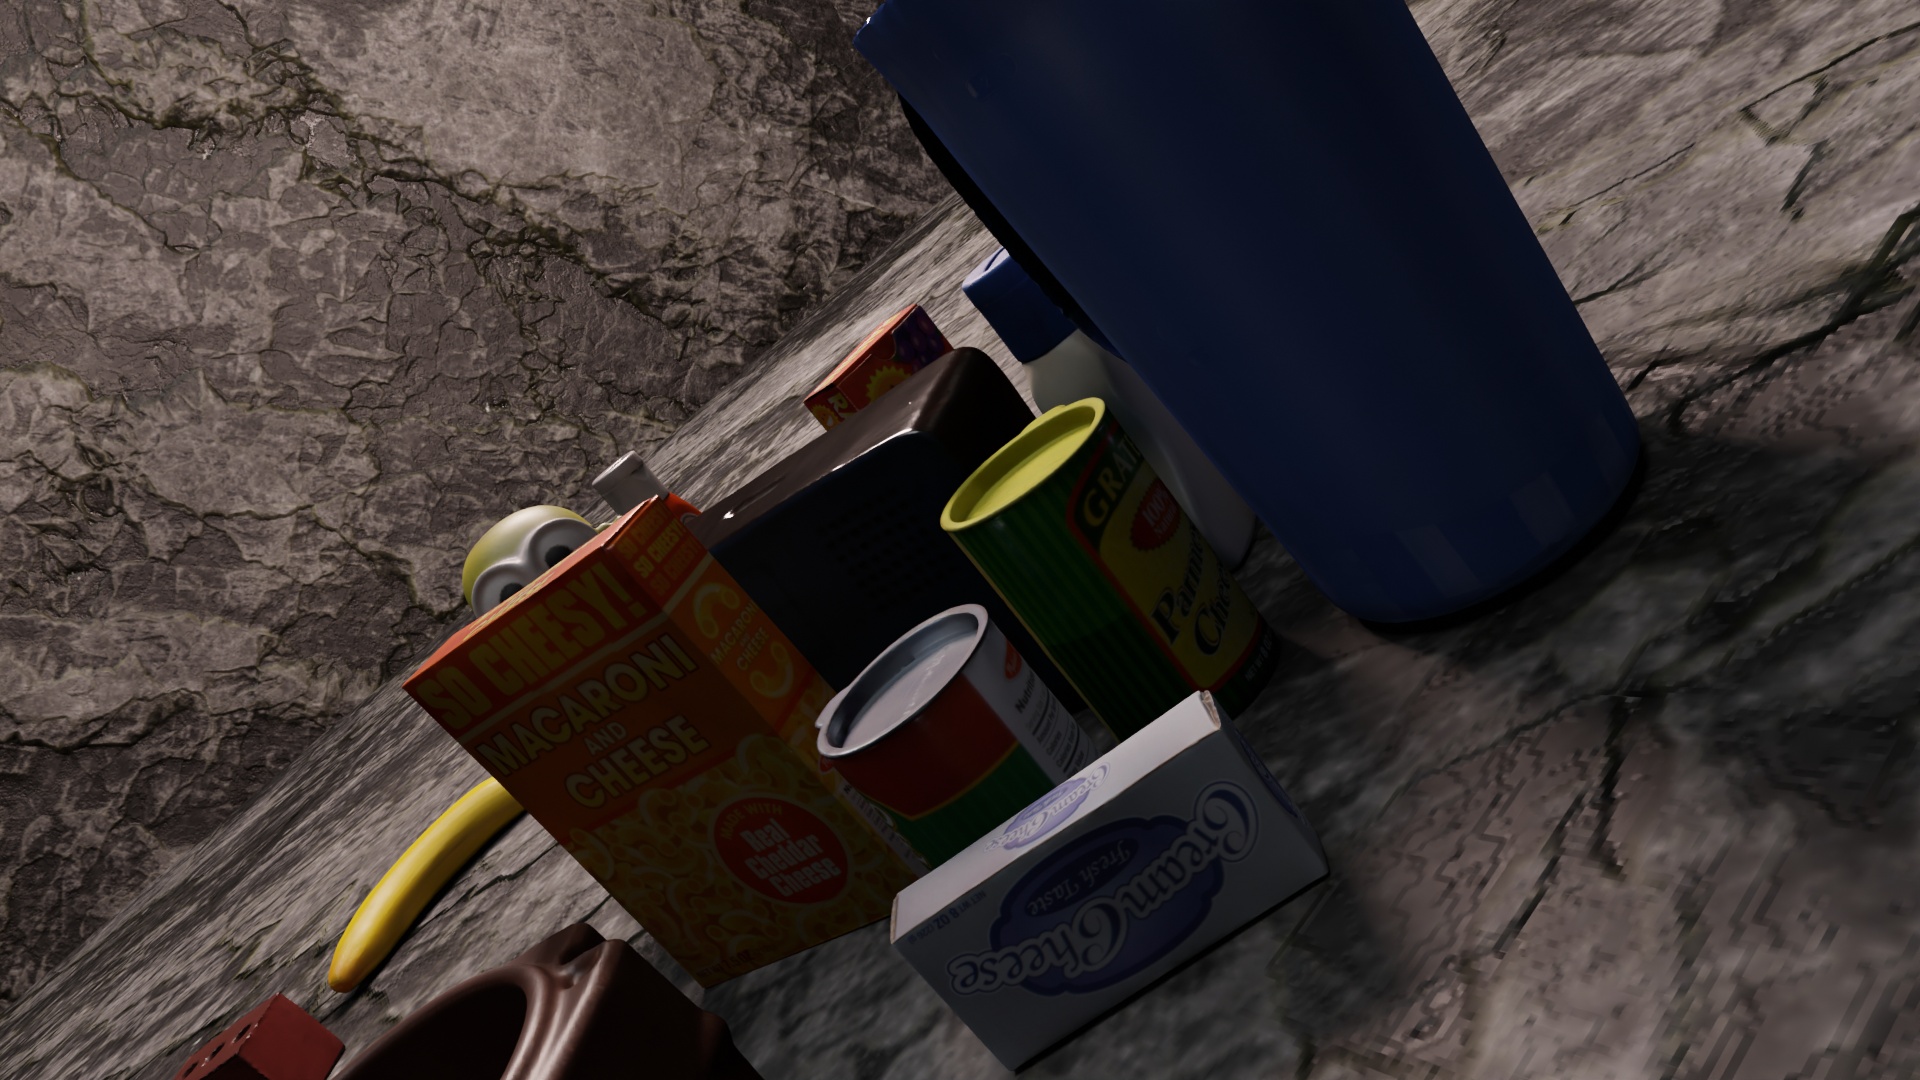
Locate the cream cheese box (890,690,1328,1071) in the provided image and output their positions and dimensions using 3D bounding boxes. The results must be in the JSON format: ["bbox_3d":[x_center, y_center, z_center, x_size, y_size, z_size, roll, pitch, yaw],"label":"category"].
[{"bbox_3d":[0.038,0.090,0.365,0.103,0.053,0.024,-36,15,11],"label":"cream cheese box"}]

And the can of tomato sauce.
[{"bbox_3d":[0.005,0.073,0.433,0.071,0.083,0.071,-36,15,12],"label":"can of tomato sauce"}]

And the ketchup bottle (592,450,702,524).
[{"bbox_3d":[-0.188,0.006,0.948,0.043,0.148,0.065,-29,18,35],"label":"ketchup bottle"}]

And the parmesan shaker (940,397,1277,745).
[{"bbox_3d":[0.052,0.011,0.464,0.071,0.103,0.071,-36,15,12],"label":"parmesan shaker"}]

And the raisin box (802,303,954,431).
[{"bbox_3d":[-0.020,-0.062,0.800,0.040,0.123,0.086,-20,24,51],"label":"raisin box"}]

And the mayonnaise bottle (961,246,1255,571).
[{"bbox_3d":[0.059,-0.052,0.541,0.041,0.148,0.065,-31,17,28],"label":"mayonnaise bottle"}]

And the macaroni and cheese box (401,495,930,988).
[{"bbox_3d":[-0.101,0.079,0.505,0.123,0.166,0.040,-30,17,31],"label":"macaroni and cheese box"}]
